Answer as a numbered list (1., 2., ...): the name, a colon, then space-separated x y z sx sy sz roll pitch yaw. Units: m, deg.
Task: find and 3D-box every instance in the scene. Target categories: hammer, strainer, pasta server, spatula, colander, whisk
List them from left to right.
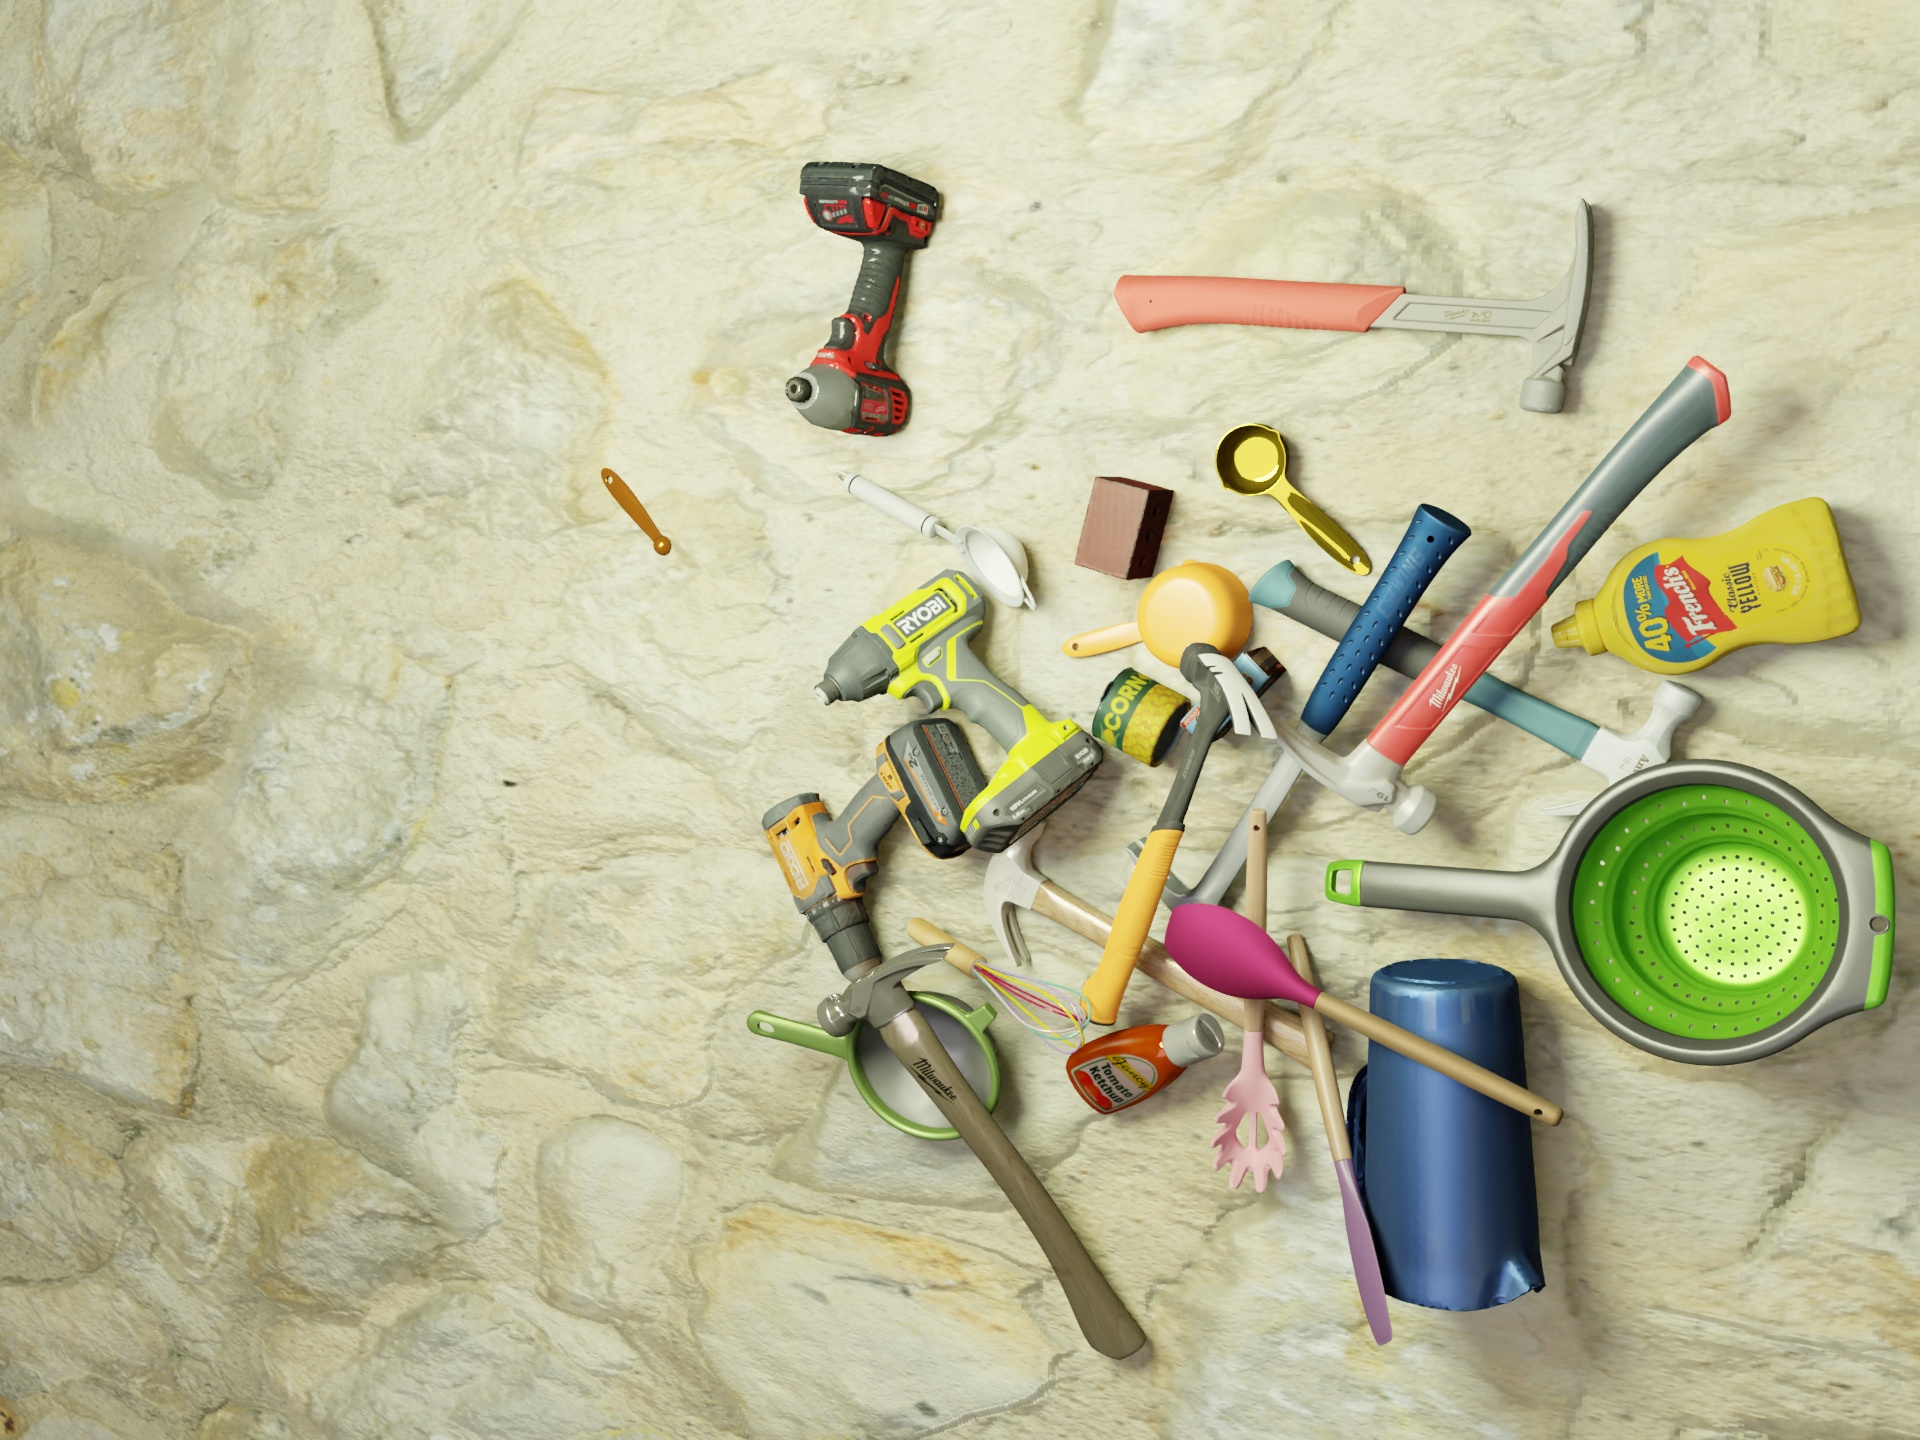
1. strainer: -0.072 0.295 1.475 0.256 0.069 0.151 10 112 21
2. strainer: -0.018 -0.170 1.409 0.259 0.050 0.086 32 155 28
3. whisk: 0.029 0.222 1.392 0.245 0.047 0.051 25 79 49
4. hammer: 0.044 0.384 1.398 0.146 0.038 0.410 -33 94 28
5. hammer: 0.162 0.204 1.361 0.331 0.031 0.130 28 109 24
6. hammer: 0.161 0.112 1.270 0.127 0.034 0.336 -113 35 -57
7. pasta server: 0.236 0.226 1.279 0.060 0.040 0.316 3 103 17
8. hammer: 0.267 0.009 1.244 0.144 0.035 0.405 38 121 21
9. spatula: 0.291 0.317 1.234 0.018 0.059 0.316 -4 63 -6
10. hammer: 0.289 -0.325 1.214 0.359 0.036 0.149 12 102 28
11. hammer: 0.371 -0.038 1.209 0.331 0.033 0.128 30 109 23
12. hammer: 0.381 -0.097 1.122 0.143 0.038 0.386 32 114 -6
13. colander: 0.460 0.132 1.151 0.397 0.094 0.204 0 82 42

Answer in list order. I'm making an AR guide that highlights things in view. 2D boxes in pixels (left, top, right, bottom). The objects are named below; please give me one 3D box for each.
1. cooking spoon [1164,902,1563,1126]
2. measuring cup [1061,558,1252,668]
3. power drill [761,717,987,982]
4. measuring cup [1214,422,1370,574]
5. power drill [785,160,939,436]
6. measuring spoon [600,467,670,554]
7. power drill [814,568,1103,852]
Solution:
1. cooking spoon: 0.288 0.218 1.174 0.319 0.017 0.068 24 111 31
2. measuring cup: 0.152 -0.076 1.316 0.173 0.052 0.095 -13 90 28
3. power drill: -0.070 0.121 1.450 0.226 0.084 0.185 -35 74 33
4. measuring cup: 0.268 -0.173 1.260 0.156 0.029 0.062 45 116 4
5. power drill: -0.092 -0.358 1.367 0.079 0.143 0.219 13 101 30
6. measuring spoon: -0.329 -0.211 1.596 0.021 0.011 0.117 -47 74 26
7. power drill: -0.002 -0.004 1.356 0.223 0.171 0.080 48 155 12
